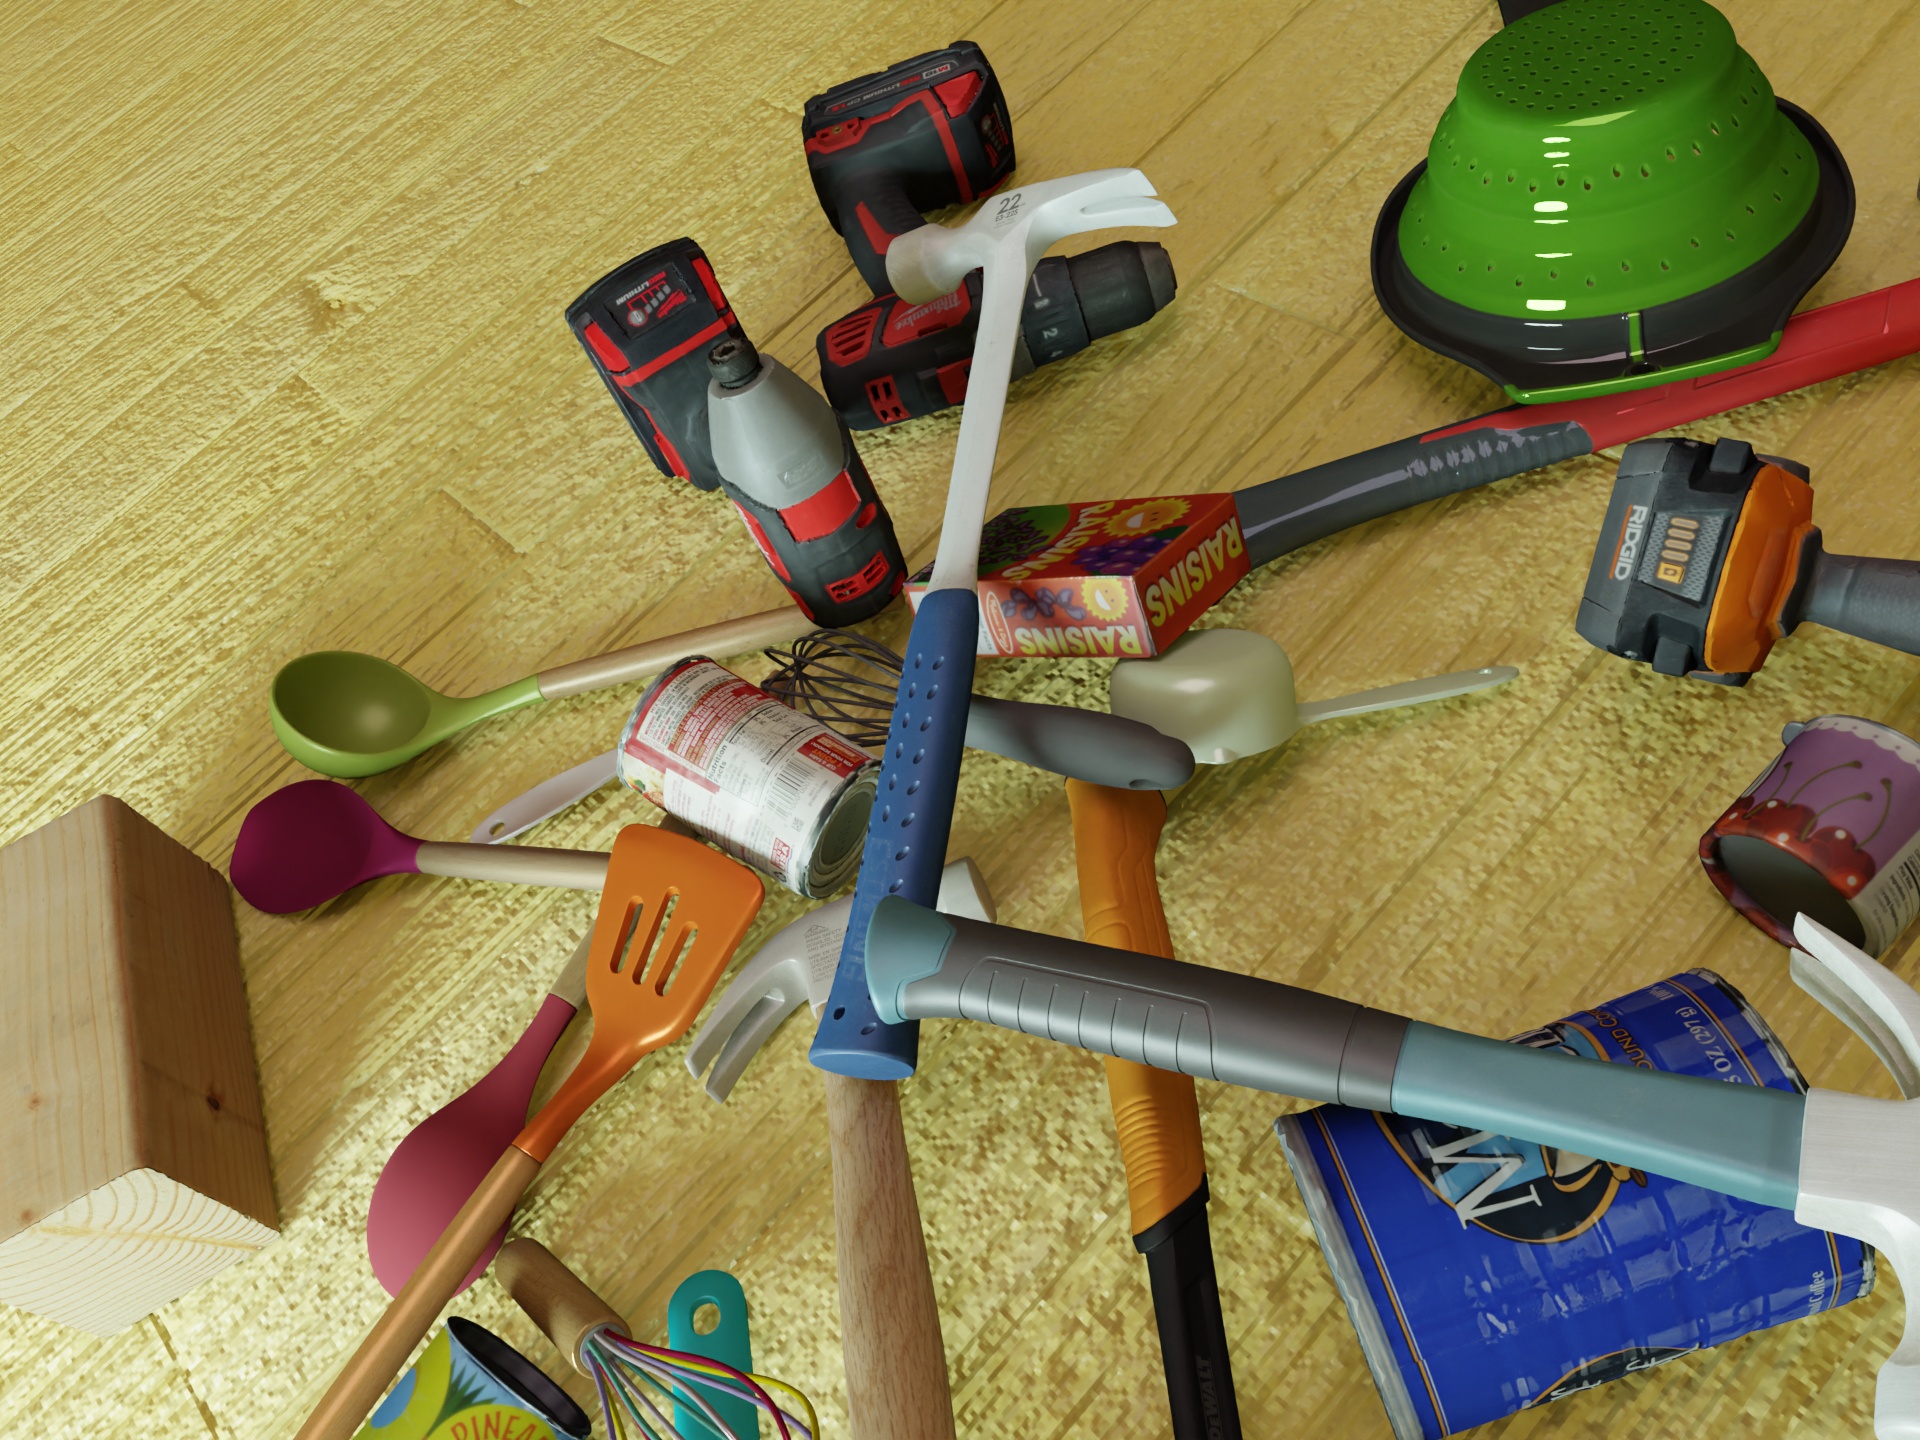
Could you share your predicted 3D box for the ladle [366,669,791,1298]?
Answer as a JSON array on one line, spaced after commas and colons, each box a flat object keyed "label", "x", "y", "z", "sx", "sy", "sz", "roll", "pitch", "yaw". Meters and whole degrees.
[{"label": "ladle", "x": -0.157, "y": 0.102, "z": 0.694, "sx": 0.069, "sy": 0.031, "sz": 0.315, "roll": 17, "pitch": 62, "yaw": 26}]

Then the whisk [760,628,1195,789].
[{"label": "whisk", "x": -0.001, "y": -0.003, "z": 0.666, "sx": 0.239, "sy": 0.055, "sz": 0.055, "roll": 13, "pitch": 61, "yaw": 43}]

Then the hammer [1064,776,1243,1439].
[{"label": "hammer", "x": 0.062, "y": 0.144, "z": 0.541, "sx": 0.034, "sy": 0.127, "sz": 0.337, "roll": -46, "pitch": 34, "yaw": 37}]

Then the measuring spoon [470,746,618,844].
[{"label": "measuring spoon", "x": -0.179, "y": 0.033, "z": 0.761, "sx": 0.124, "sy": 0.018, "sz": 0.034, "roll": -27, "pitch": 51, "yaw": 9}]

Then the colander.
[{"label": "colander", "x": 0.287, "y": -0.313, "z": 0.752, "sx": 0.204, "sy": 0.094, "sz": 0.397, "roll": -9, "pitch": 47, "yaw": 18}]

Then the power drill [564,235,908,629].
[{"label": "power drill", "x": -0.109, "y": -0.146, "z": 0.765, "sx": 0.078, "sy": 0.143, "sz": 0.220, "roll": -34, "pitch": 42, "yaw": -7}]

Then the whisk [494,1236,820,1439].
[{"label": "whisk", "x": -0.107, "y": 0.212, "z": 0.526, "sx": 0.245, "sy": 0.051, "sz": 0.047, "roll": 1, "pitch": 74, "yaw": 58}]

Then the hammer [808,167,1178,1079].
[{"label": "hammer", "x": 0.001, "y": -0.060, "z": 0.642, "sx": 0.144, "sy": 0.035, "sz": 0.406, "roll": -10, "pitch": 58, "yaw": 36}]

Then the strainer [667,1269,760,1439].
[{"label": "strainer", "x": -0.056, "y": 0.323, "z": 0.467, "sx": 0.211, "sy": 0.095, "sz": 0.341, "roll": -14, "pitch": 32, "yaw": -5}]

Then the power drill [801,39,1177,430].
[{"label": "power drill", "x": 0.007, "y": -0.267, "z": 0.865, "sx": 0.188, "sy": 0.080, "sz": 0.227, "roll": -17, "pitch": 55, "yaw": 9}]

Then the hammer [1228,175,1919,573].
[{"label": "hammer", "x": 0.274, "y": -0.145, "z": 0.700, "sx": 0.386, "sy": 0.038, "sz": 0.143, "roll": -16, "pitch": 51, "yaw": 9}]

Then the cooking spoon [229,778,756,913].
[{"label": "cooking spoon", "x": -0.227, "y": 0.065, "z": 0.732, "sx": 0.319, "sy": 0.017, "sz": 0.069, "roll": 1, "pitch": 70, "yaw": 29}]

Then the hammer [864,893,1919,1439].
[{"label": "hammer", "x": 0.114, "y": 0.098, "z": 0.460, "sx": 0.331, "sy": 0.033, "sz": 0.128, "roll": 8, "pitch": 56, "yaw": 28}]

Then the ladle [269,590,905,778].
[{"label": "ladle", "x": -0.185, "y": -0.032, "z": 0.782, "sx": 0.320, "sy": 0.062, "sz": 0.078, "roll": -14, "pitch": 39, "yaw": 8}]

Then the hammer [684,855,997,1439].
[{"label": "hammer", "x": -0.029, "y": 0.182, "z": 0.539, "sx": 0.130, "sy": 0.031, "sz": 0.332, "roll": -22, "pitch": 37, "yaw": 7}]

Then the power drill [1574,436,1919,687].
[{"label": "power drill", "x": 0.332, "y": -0.035, "z": 0.523, "sx": 0.227, "sy": 0.164, "sz": 0.084, "roll": 18, "pitch": 101, "yaw": 31}]

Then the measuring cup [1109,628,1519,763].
[{"label": "measuring cup", "x": 0.142, "y": -0.020, "z": 0.645, "sx": 0.167, "sy": 0.038, "sz": 0.083, "roll": -10, "pitch": 18, "yaw": 2}]

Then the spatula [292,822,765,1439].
[{"label": "spatula", "x": -0.186, "y": 0.184, "z": 0.609, "sx": 0.081, "sy": 0.041, "sz": 0.323, "roll": 20, "pitch": 62, "yaw": 29}]
